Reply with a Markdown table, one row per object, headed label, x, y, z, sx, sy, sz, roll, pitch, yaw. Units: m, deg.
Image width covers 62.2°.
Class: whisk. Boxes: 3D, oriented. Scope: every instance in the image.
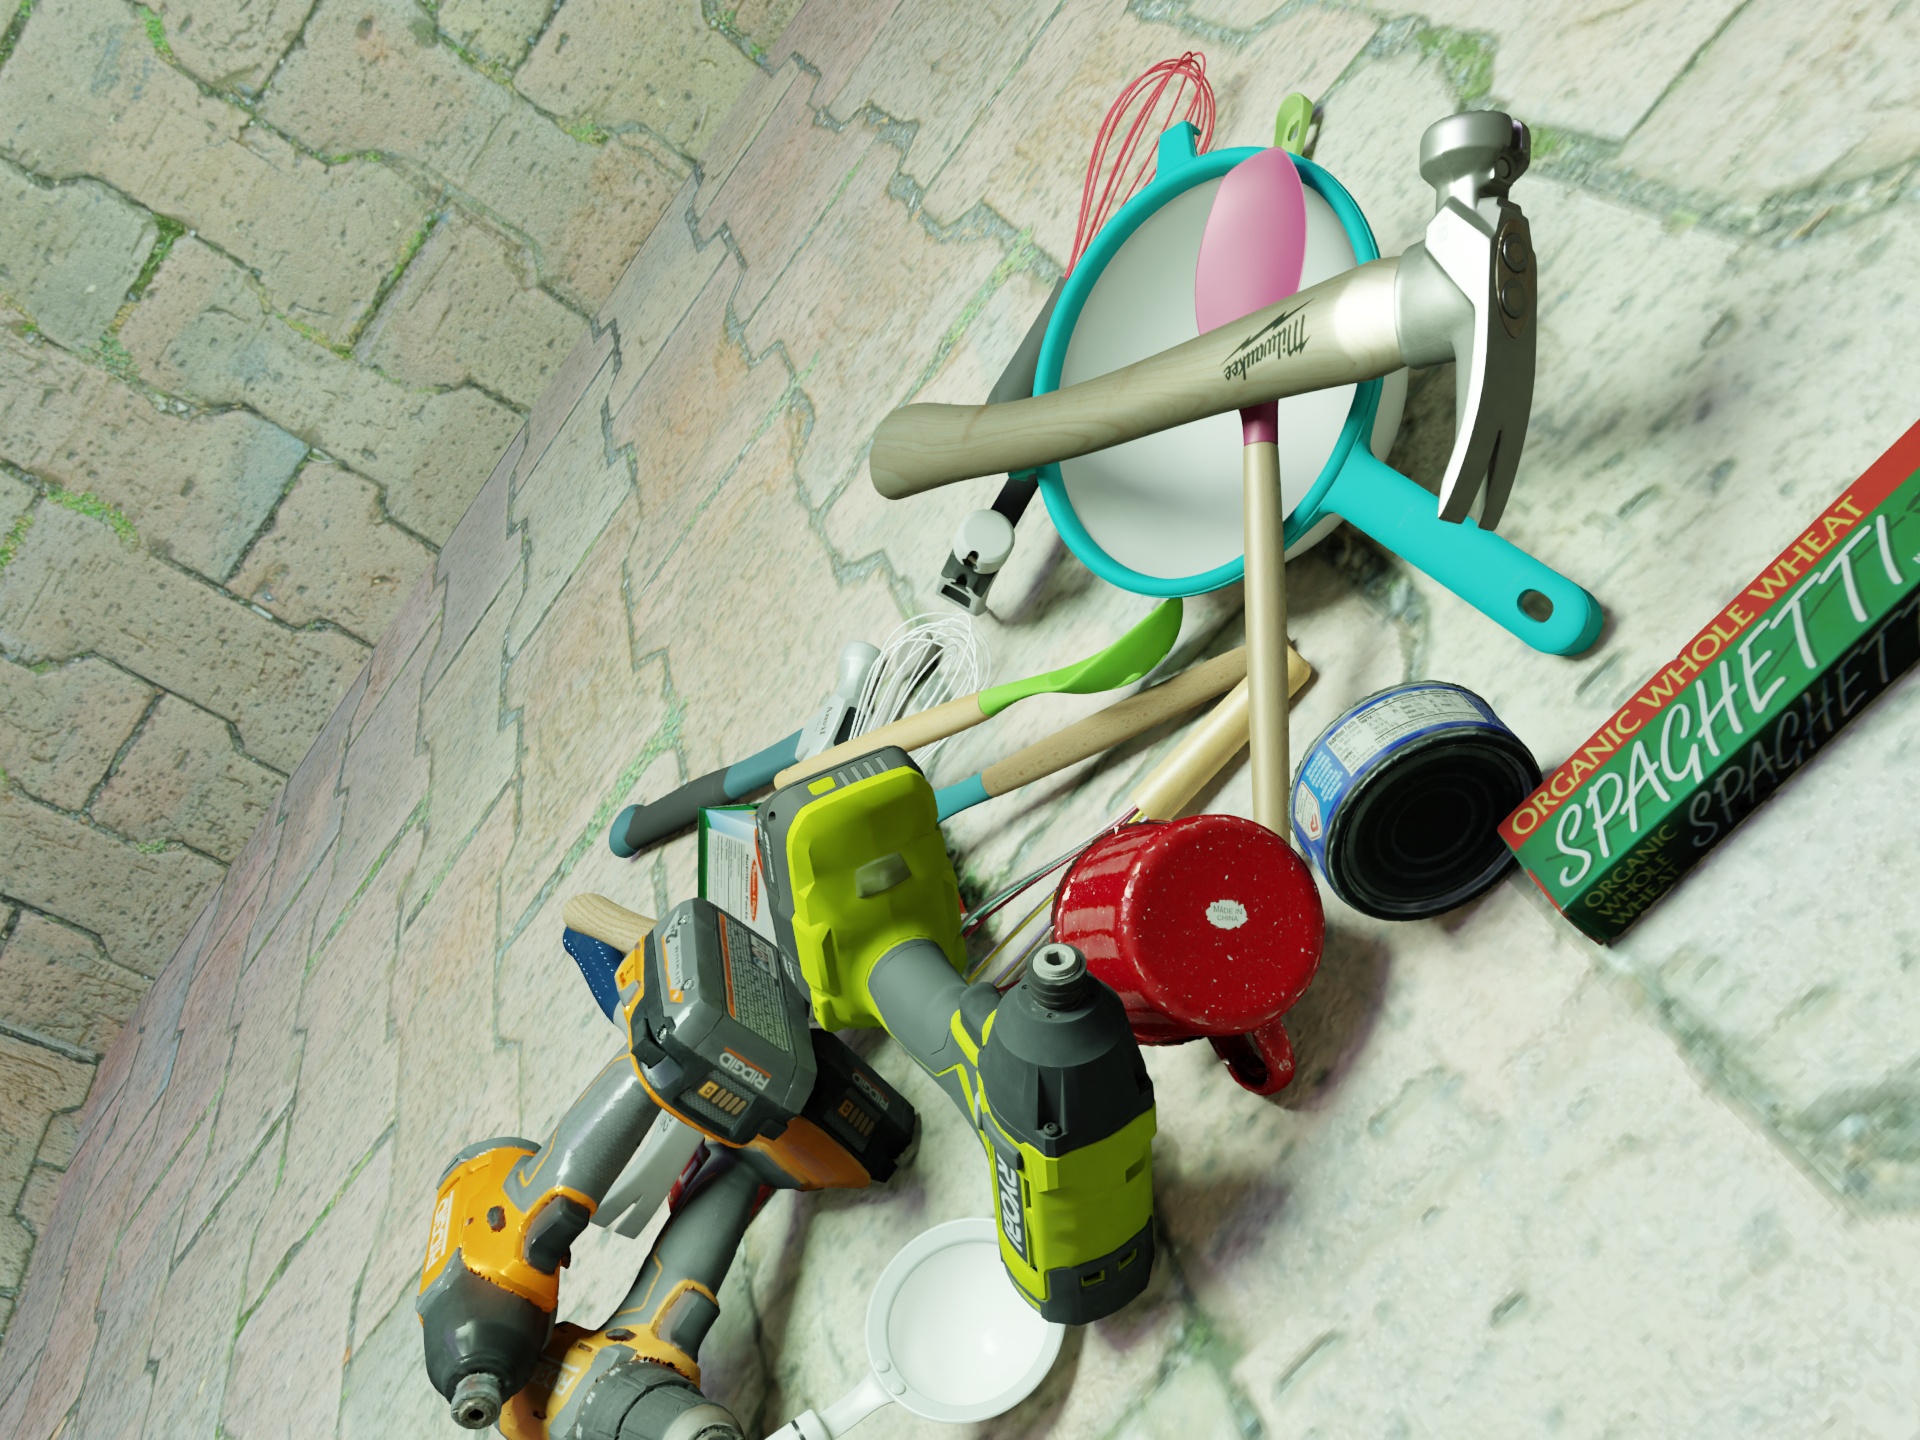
| label | x | y | z | sx | sy | sz | roll | pitch | yaw |
| --- | --- | --- | --- | --- | --- | --- | --- | --- | --- |
| whisk | 0.087 | -0.312 | 1.075 | 0.296 | 0.073 | 0.073 | -60 | 27 | 13 |
| whisk | -0.069 | 0.054 | 0.974 | 0.284 | 0.070 | 0.070 | -57 | 27 | 15 |
| whisk | 0.073 | 0.057 | 0.751 | 0.245 | 0.047 | 0.051 | -47 | 41 | 13 |

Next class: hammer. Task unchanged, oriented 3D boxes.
| label | x | y | z | sx | sy | sz | roll | pitch | yaw |
| --- | --- | --- | --- | --- | --- | --- | --- | --- | --- |
| hammer | -0.171 | 0.047 | 1.168 | 0.331 | 0.033 | 0.128 | -24 | 42 | 48 |
| hammer | 0.076 | -0.135 | 0.722 | 0.411 | 0.038 | 0.146 | -3 | 83 | 56 |
| hammer | -0.225 | 0.202 | 1.063 | 0.144 | 0.035 | 0.406 | -59 | 22 | -4 |
| hammer | -0.177 | 0.140 | 0.966 | 0.331 | 0.130 | 0.031 | 4 | 89 | 58 |
| hammer | 0.076 | -0.208 | 0.974 | 0.335 | 0.035 | 0.146 | -60 | 0 | -16 |

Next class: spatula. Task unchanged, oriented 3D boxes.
| label | x | y | z | sx | sy | sz | roll | pitch | yaw |
| --- | --- | --- | --- | --- | --- | --- | --- | --- | --- |
| spatula | 0.040 | 0.021 | 0.835 | 0.317 | 0.044 | 0.082 | -27 | 79 | 34 |

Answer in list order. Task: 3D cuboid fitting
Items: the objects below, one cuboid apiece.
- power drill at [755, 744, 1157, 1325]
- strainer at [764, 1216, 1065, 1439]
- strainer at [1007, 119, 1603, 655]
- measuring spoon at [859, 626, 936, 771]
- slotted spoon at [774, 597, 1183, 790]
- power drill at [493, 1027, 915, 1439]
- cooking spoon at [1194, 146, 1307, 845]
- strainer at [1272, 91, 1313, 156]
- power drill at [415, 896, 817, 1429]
| label | x | y | z | sx | sy | sz | roll | pitch | yaw |
| --- | --- | --- | --- | --- | --- | --- | --- | --- | --- |
| power drill | -0.001 | 0.111 | 0.648 | 0.080 | 0.171 | 0.223 | -22 | 38 | -21 |
| strainer | -0.052 | 0.282 | 0.637 | 0.258 | 0.050 | 0.087 | -29 | 42 | -17 |
| strainer | 0.172 | -0.123 | 0.728 | 0.341 | 0.095 | 0.211 | 47 | 118 | 40 |
| measuring spoon | -0.045 | -0.002 | 1.034 | 0.124 | 0.018 | 0.034 | -65 | 27 | 4 |
| slotted spoon | -0.001 | -0.003 | 0.859 | 0.314 | 0.031 | 0.070 | -21 | 10 | 43 |
| power drill | -0.113 | 0.258 | 0.755 | 0.185 | 0.084 | 0.226 | -16 | 33 | 54 |
| cooking spoon | 0.130 | -0.093 | 0.684 | 0.069 | 0.017 | 0.319 | -12 | 75 | 54 |
| strainer | 0.153 | -0.274 | 0.907 | 0.151 | 0.069 | 0.256 | -16 | 51 | 53 |
| power drill | -0.168 | 0.208 | 0.739 | 0.226 | 0.084 | 0.164 | -48 | 23 | 9 |
